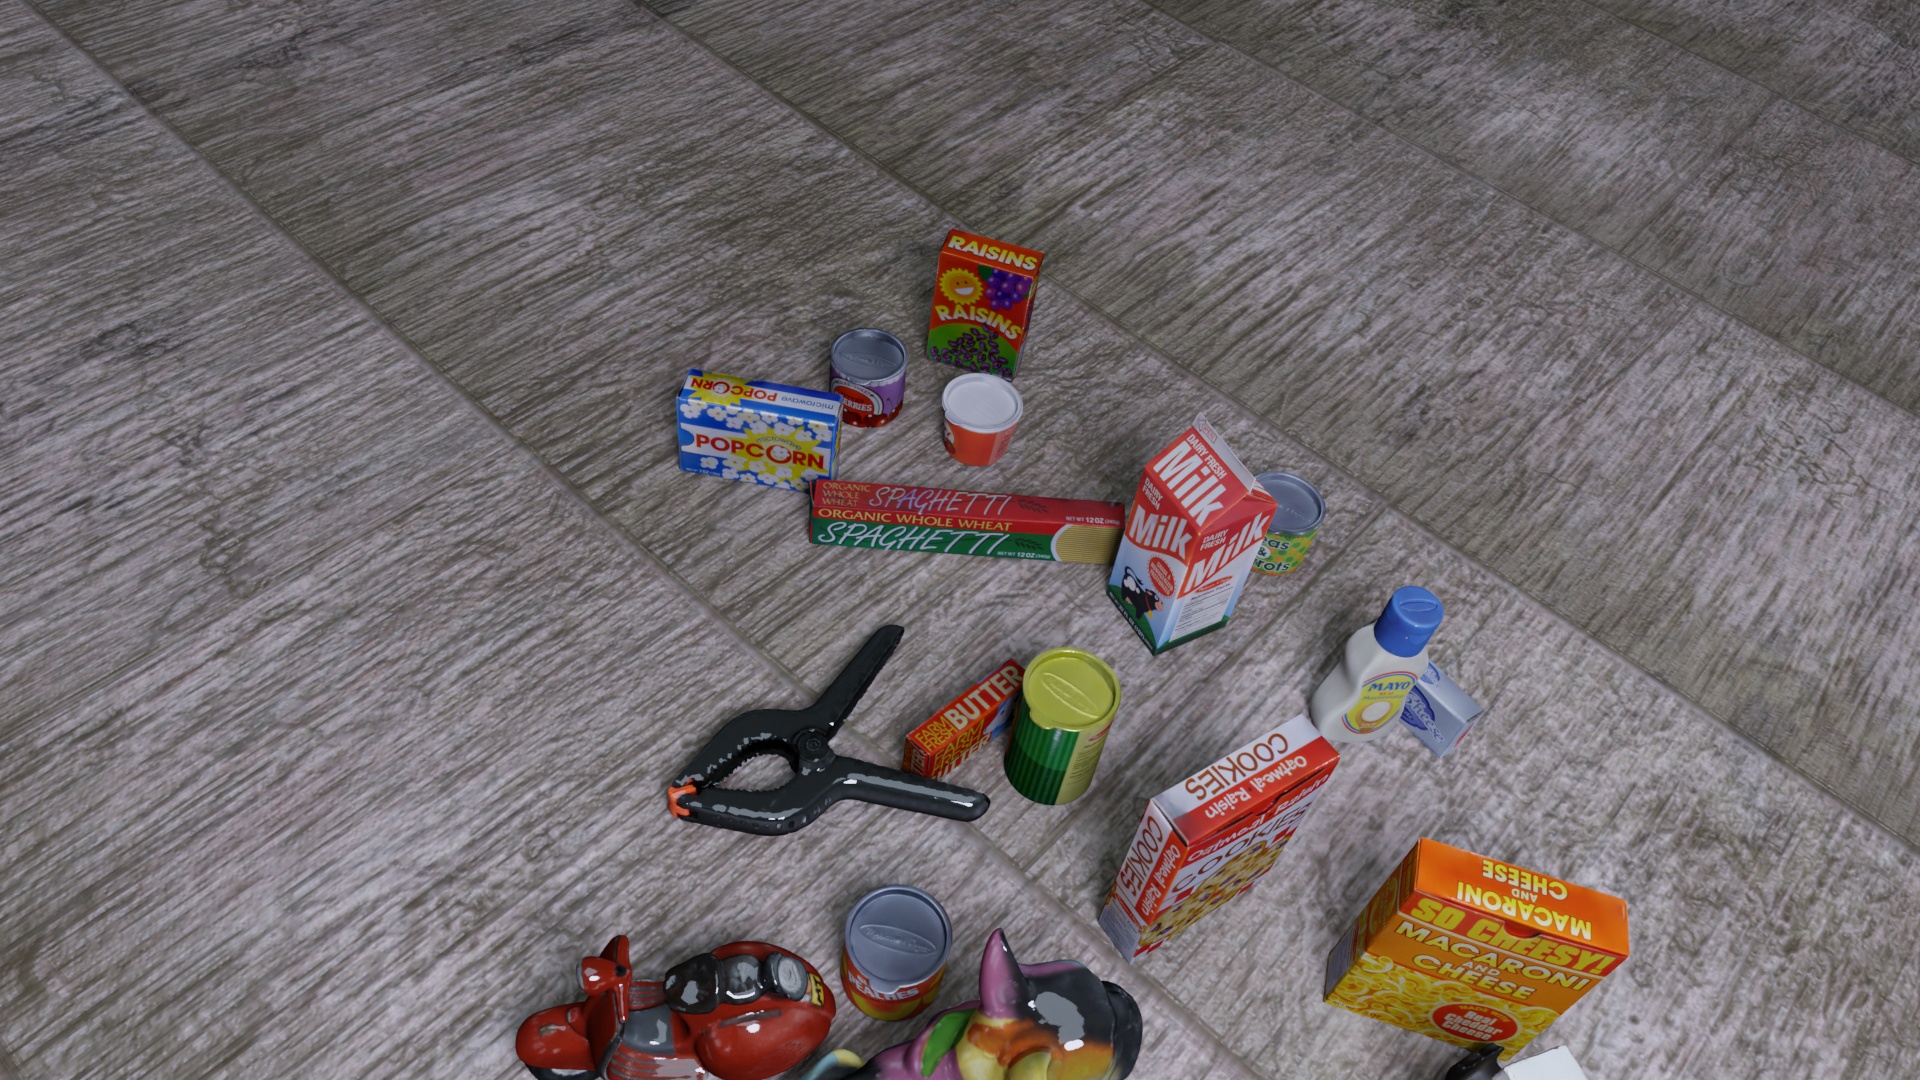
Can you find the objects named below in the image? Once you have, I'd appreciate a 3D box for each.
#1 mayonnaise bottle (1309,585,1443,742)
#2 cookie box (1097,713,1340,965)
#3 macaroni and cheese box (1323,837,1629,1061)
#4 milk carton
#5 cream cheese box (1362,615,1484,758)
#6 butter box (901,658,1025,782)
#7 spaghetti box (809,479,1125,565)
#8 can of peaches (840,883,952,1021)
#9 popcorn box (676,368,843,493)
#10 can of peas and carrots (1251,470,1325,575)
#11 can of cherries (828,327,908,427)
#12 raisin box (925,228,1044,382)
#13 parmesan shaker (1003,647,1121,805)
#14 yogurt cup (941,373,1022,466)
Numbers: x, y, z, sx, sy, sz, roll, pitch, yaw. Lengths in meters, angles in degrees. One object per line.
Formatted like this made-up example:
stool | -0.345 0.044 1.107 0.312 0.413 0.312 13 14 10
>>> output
mayonnaise bottle | 0.301 0.091 0.996 0.065 0.147 0.041 -2 51 -10
cookie box | 0.160 0.191 0.878 0.123 0.166 0.040 -24 58 -25
macaroni and cheese box | 0.309 0.254 0.849 0.124 0.165 0.040 17 50 5
milk carton | 0.173 -0.006 1.030 0.074 0.189 0.072 -19 56 -23
cream cheese box | 0.339 0.111 1.047 0.024 0.053 0.104 -26 59 -27
butter box | 0.005 0.130 0.980 0.104 0.052 0.024 -33 62 -30
spaghetti box | 0.004 -0.014 1.102 0.250 0.049 0.029 4 50 -5
can of peaches | -0.042 0.258 0.862 0.071 0.057 0.071 4 50 -5
popcorn box | -0.160 -0.086 1.115 0.127 0.084 0.038 10 50 0
can of peas and carrots | 0.256 -0.012 1.134 0.071 0.058 0.071 4 50 -5
can of cherries | -0.081 -0.137 1.187 0.071 0.058 0.072 4 50 -5
raisin box | 0.020 -0.205 1.217 0.086 0.122 0.040 17 50 6
parmesan shaker | 0.066 0.131 0.956 0.071 0.102 0.072 4 50 -5
yogurt cup | 0.016 -0.100 1.174 0.072 0.053 0.073 4 50 -5
